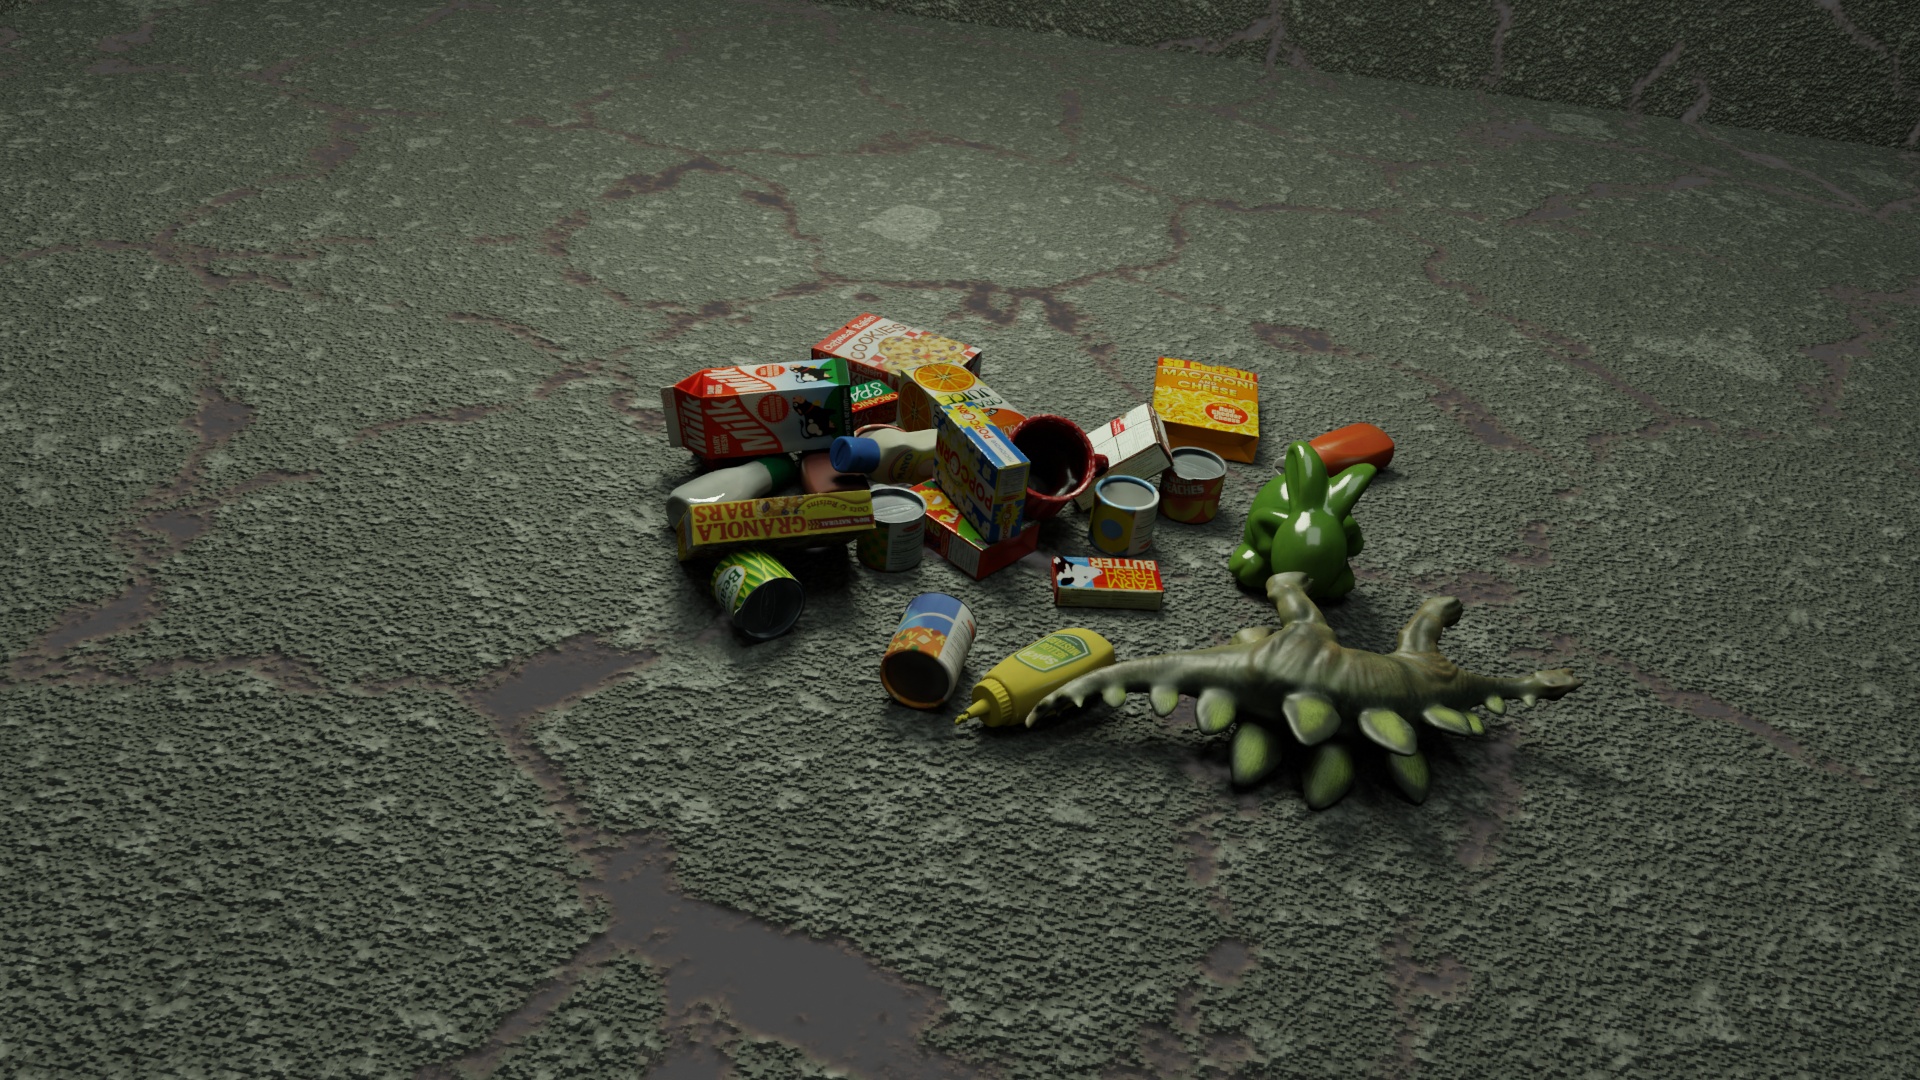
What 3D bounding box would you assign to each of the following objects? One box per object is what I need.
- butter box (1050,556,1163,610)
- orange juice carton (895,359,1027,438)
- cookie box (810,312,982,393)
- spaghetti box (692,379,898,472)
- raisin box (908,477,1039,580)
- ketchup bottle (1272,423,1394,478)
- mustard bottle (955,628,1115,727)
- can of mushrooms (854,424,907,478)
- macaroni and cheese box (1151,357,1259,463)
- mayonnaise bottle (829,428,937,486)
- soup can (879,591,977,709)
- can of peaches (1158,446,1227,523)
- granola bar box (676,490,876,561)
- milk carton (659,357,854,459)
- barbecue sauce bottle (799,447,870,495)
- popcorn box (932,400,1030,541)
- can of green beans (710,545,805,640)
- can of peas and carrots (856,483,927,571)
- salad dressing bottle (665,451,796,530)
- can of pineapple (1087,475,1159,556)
[{"bbox_3d":[0.140,0.041,1.333,0.103,0.024,0.053,3,34,-5],"label":"butter box"},{"bbox_3d":[0.010,-0.120,1.509,0.072,0.072,0.193,-15,40,-30],"label":"orange juice carton"},{"bbox_3d":[-0.076,-0.216,1.667,0.167,0.040,0.123,20,36,20],"label":"cookie box"},{"bbox_3d":[-0.174,-0.128,1.530,0.251,0.028,0.050,-21,43,-34],"label":"spaghetti box"},{"bbox_3d":[0.005,-0.017,1.385,0.123,0.039,0.086,33,42,32],"label":"raisin box"},{"bbox_3d":[0.417,-0.094,1.564,0.149,0.043,0.065,-17,39,-31],"label":"ketchup bottle"},{"bbox_3d":[0.059,0.122,1.173,0.161,0.048,0.065,-22,31,-36],"label":"mustard bottle"},{"bbox_3d":[-0.084,-0.096,1.493,0.071,0.033,0.071,4,33,-2],"label":"can of mushrooms"},{"bbox_3d":[0.288,-0.157,1.641,0.124,0.040,0.167,10,34,4],"label":"macaroni and cheese box"},{"bbox_3d":[-0.065,-0.084,1.418,0.148,0.064,0.041,0,34,-44],"label":"mayonnaise bottle"},{"bbox_3d":[-0.030,0.094,1.189,0.071,0.071,0.084,12,34,9],"label":"soup can"},{"bbox_3d":[0.243,-0.057,1.468,0.071,0.057,0.071,5,34,-3],"label":"can of peaches"},{"bbox_3d":[-0.174,-0.014,1.287,0.166,0.039,0.124,-6,-6,-18],"label":"granola bar box"},{"bbox_3d":[-0.207,-0.135,1.428,0.191,0.072,0.074,-6,30,-6],"label":"milk carton"},{"bbox_3d":[-0.138,-0.075,1.443,0.065,0.043,0.149,1,33,-21],"label":"barbecue sauce bottle"},{"bbox_3d":[0.019,-0.068,1.350,0.038,0.084,0.127,-12,38,-24],"label":"popcorn box"},{"bbox_3d":[-0.180,0.046,1.233,0.071,0.071,0.058,-17,40,-31],"label":"can of green beans"},{"bbox_3d":[-0.069,-0.013,1.347,0.071,0.058,0.071,4,33,-3],"label":"can of peas and carrots"},{"bbox_3d":[-0.227,-0.051,1.393,0.064,0.043,0.148,21,34,30],"label":"salad dressing bottle"},{"bbox_3d":[0.163,-0.026,1.407,0.071,0.057,0.071,4,34,-3],"label":"can of pineapple"}]
